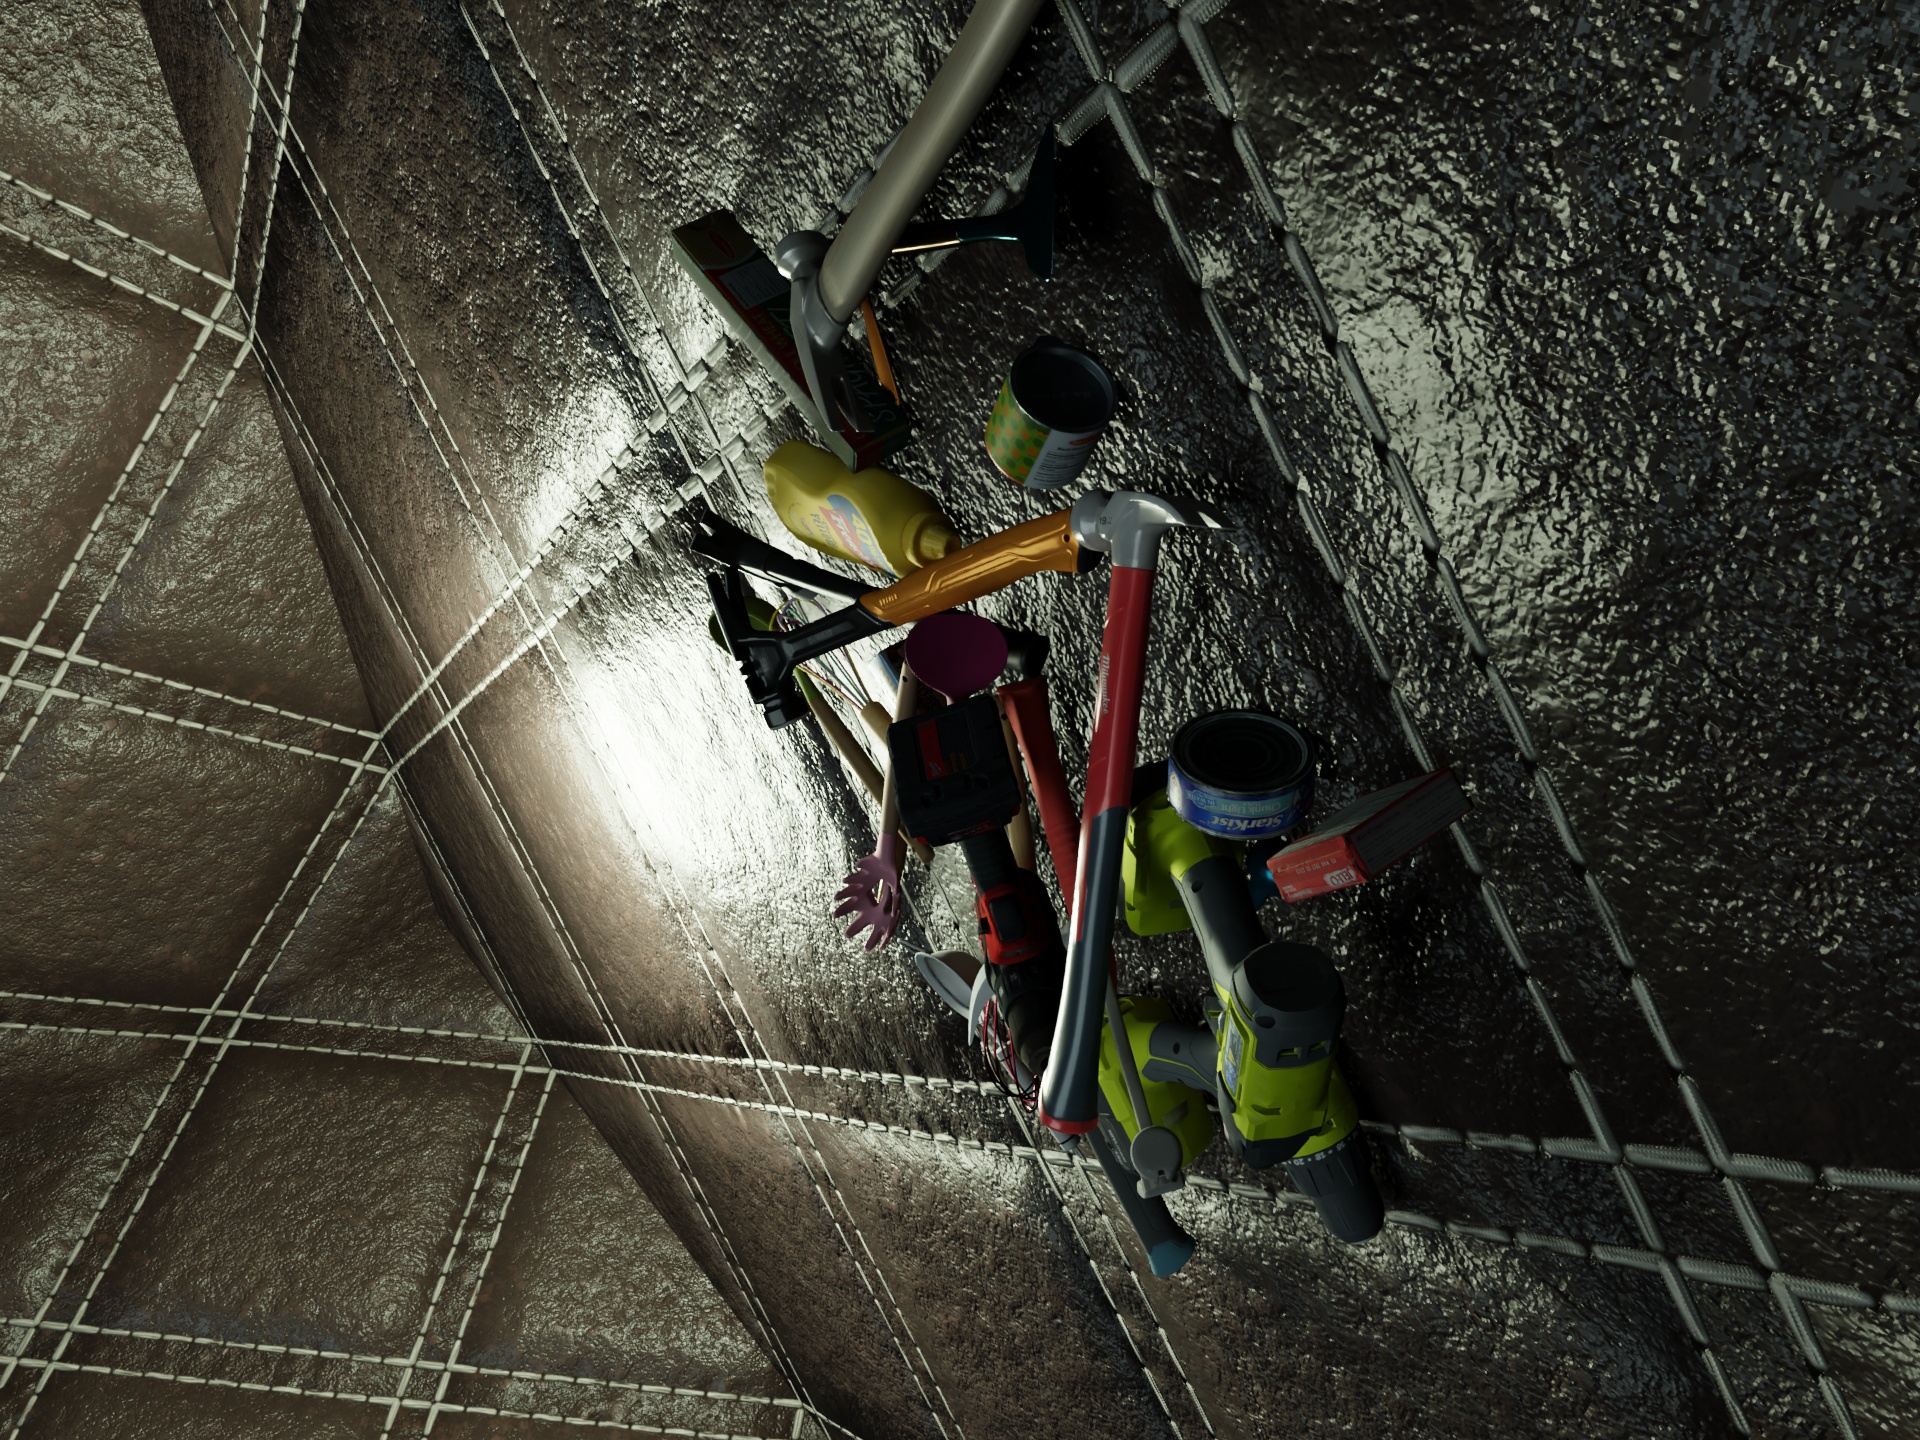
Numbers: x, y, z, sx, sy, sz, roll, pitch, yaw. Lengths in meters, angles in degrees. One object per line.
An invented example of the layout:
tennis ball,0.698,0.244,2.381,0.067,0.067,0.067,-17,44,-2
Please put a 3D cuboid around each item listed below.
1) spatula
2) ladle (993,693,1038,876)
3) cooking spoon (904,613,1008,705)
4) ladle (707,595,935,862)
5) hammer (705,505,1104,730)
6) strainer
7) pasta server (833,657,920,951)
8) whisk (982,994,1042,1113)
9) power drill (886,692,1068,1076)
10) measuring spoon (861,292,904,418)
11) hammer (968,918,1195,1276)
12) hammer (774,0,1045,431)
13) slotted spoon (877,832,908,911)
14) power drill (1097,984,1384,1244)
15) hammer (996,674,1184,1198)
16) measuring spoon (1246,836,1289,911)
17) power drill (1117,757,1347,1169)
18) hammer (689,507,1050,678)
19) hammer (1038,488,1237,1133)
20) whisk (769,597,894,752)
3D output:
spatula,-0.020,-0.302,0.978,0.318,0.044,0.082,16,110,55
ladle,0.054,0.126,1.238,0.031,0.069,0.315,-119,18,-68
cooking spoon,-0.002,-0.004,1.156,0.318,0.069,0.017,89,-178,-66
ladle,-0.121,0.007,1.373,0.320,0.062,0.078,52,158,29
hammer,-0.041,-0.090,1.092,0.337,0.034,0.127,-17,99,40
strainer,0.037,0.286,1.414,0.258,0.050,0.087,55,158,1
pasta server,-0.059,0.072,1.267,0.060,0.040,0.316,32,139,21
whisk,0.039,0.196,1.313,0.073,0.073,0.295,17,124,53
power drill,0.025,0.117,1.095,0.188,0.080,0.226,-103,-7,-58
measuring spoon,-0.054,-0.261,1.109,0.021,0.011,0.116,30,143,52
hammer,0.110,0.312,1.272,0.033,0.128,0.330,-88,-27,-69
hammer,-0.012,-0.326,0.900,0.410,0.038,0.146,-43,59,56
slotted spoon,-0.054,0.107,1.417,0.070,0.031,0.313,54,153,25
power drill,0.186,0.268,1.113,0.228,0.080,0.190,-20,96,59
hammer,0.087,0.138,1.074,0.149,0.036,0.359,72,-178,-69
measuring spoon,0.185,0.117,1.035,0.042,0.021,0.128,52,150,17
power drill,0.156,0.143,0.950,0.223,0.080,0.171,-108,12,-47
hammer,-0.064,-0.091,1.190,0.335,0.146,0.035,22,89,41
hammer,0.091,0.060,0.933,0.143,0.038,0.386,-156,70,-67
whisk,-0.089,-0.019,1.324,0.245,0.047,0.051,49,152,32
